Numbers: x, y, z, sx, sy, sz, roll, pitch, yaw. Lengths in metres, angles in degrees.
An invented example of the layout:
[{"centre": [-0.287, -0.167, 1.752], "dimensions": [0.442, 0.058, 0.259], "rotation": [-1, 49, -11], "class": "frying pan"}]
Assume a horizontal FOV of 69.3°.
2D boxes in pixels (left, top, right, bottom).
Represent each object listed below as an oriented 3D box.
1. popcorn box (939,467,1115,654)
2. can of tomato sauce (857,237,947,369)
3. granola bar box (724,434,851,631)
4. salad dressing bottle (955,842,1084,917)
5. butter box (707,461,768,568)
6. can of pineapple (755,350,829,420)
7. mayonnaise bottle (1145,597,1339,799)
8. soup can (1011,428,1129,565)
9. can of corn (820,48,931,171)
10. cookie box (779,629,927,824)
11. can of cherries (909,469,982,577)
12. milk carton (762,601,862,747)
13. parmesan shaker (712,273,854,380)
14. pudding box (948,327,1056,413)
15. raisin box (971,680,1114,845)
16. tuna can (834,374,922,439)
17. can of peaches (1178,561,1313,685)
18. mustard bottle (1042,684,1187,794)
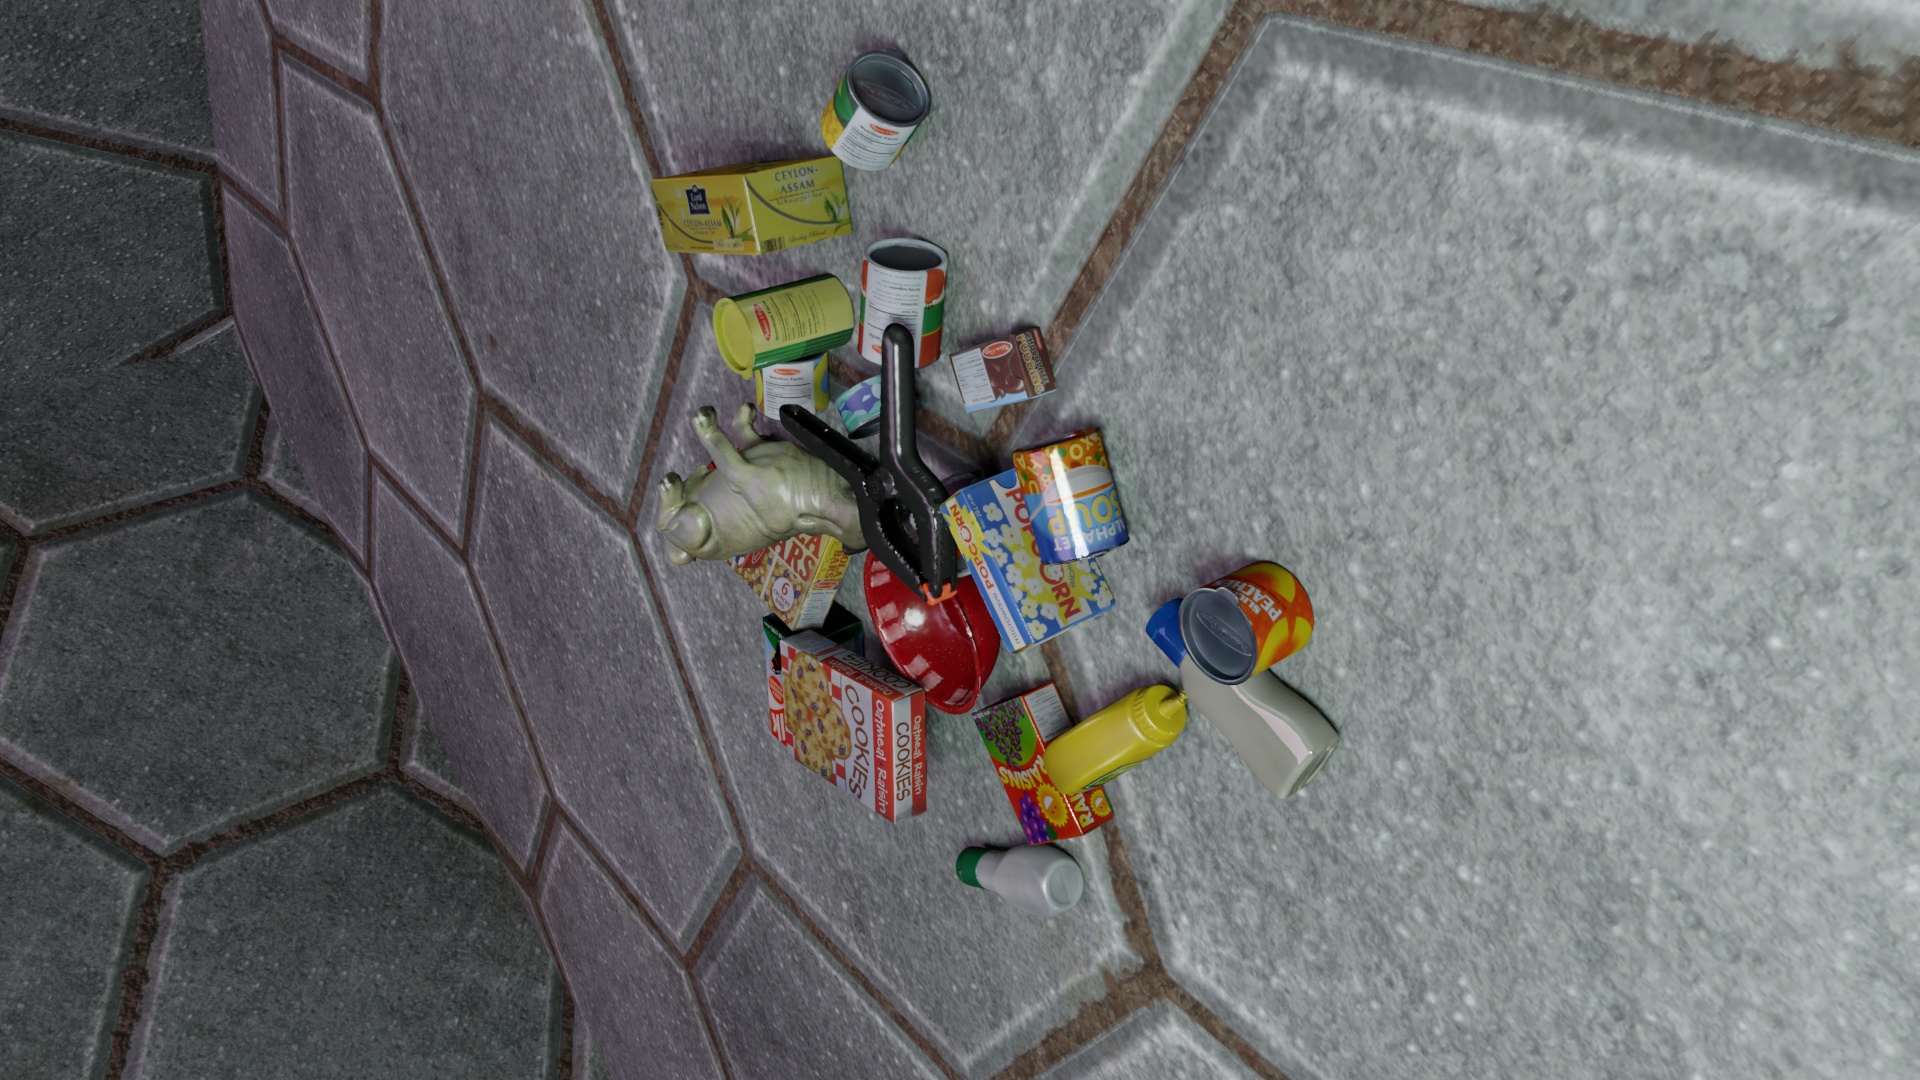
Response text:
[{"centre": [0.051, 0.011, 1.037], "dimensions": [0.038, 0.085, 0.127], "rotation": [-33, 81, 57], "class": "popcorn box"}, {"centre": [-0.045, -0.185, 1.081], "dimensions": [0.071, 0.071, 0.082], "rotation": [38, 136, 37], "class": "can of tomato sauce"}, {"centre": [-0.175, -0.010, 1.349], "dimensions": [0.166, 0.039, 0.123], "rotation": [40, 117, 35], "class": "granola bar box"}, {"centre": [0.049, 0.298, 1.240], "dimensions": [0.147, 0.044, 0.064], "rotation": [-8, 103, 57], "class": "salad dressing bottle"}, {"centre": [-0.220, -0.025, 1.344], "dimensions": [0.104, 0.024, 0.053], "rotation": [49, 122, 30], "class": "butter box"}, {"centre": [-0.151, -0.148, 1.250], "dimensions": [0.071, 0.071, 0.057], "rotation": [33, 133, 41], "class": "can of pineapple"}, {"centre": [0.186, 0.101, 0.940], "dimensions": [0.148, 0.041, 0.064], "rotation": [49, 141, 28], "class": "mayonnaise bottle"}, {"centre": [0.079, -0.031, 0.989], "dimensions": [0.071, 0.071, 0.083], "rotation": [-4, 104, 55], "class": "soup can"}, {"centre": [-0.063, -0.320, 1.031], "dimensions": [0.071, 0.071, 0.058], "rotation": [62, 146, 8], "class": "can of corn"}, {"centre": [-0.097, 0.166, 1.261], "dimensions": [0.167, 0.040, 0.122], "rotation": [21, 120, 44], "class": "cookie box"}, {"centre": [0.004, -0.014, 1.109], "dimensions": [0.058, 0.072, 0.071], "rotation": [53, 143, 21], "class": "can of cherries"}, {"centre": [-0.146, 0.157, 1.405], "dimensions": [0.072, 0.074, 0.189], "rotation": [31, 132, 42], "class": "milk carton"}, {"centre": [-0.150, -0.184, 1.193], "dimensions": [0.071, 0.103, 0.071], "rotation": [31, 131, 43], "class": "parmesan shaker"}, {"centre": [0.031, -0.126, 1.038], "dimensions": [0.083, 0.030, 0.049], "rotation": [-7, 101, 55], "class": "pudding box"}, {"centre": [0.067, 0.186, 1.154], "dimensions": [0.086, 0.040, 0.123], "rotation": [-31, 81, 55], "class": "raisin box"}, {"centre": [-0.067, -0.113, 1.152], "dimensions": [0.071, 0.071, 0.033], "rotation": [-34, 79, 56], "class": "tuna can"}, {"centre": [0.185, 0.051, 0.896], "dimensions": [0.071, 0.058, 0.071], "rotation": [31, 131, 43], "class": "can of peaches"}, {"centre": [0.123, 0.143, 1.031], "dimensions": [0.159, 0.065, 0.049], "rotation": [-44, 68, 50], "class": "mustard bottle"}]
